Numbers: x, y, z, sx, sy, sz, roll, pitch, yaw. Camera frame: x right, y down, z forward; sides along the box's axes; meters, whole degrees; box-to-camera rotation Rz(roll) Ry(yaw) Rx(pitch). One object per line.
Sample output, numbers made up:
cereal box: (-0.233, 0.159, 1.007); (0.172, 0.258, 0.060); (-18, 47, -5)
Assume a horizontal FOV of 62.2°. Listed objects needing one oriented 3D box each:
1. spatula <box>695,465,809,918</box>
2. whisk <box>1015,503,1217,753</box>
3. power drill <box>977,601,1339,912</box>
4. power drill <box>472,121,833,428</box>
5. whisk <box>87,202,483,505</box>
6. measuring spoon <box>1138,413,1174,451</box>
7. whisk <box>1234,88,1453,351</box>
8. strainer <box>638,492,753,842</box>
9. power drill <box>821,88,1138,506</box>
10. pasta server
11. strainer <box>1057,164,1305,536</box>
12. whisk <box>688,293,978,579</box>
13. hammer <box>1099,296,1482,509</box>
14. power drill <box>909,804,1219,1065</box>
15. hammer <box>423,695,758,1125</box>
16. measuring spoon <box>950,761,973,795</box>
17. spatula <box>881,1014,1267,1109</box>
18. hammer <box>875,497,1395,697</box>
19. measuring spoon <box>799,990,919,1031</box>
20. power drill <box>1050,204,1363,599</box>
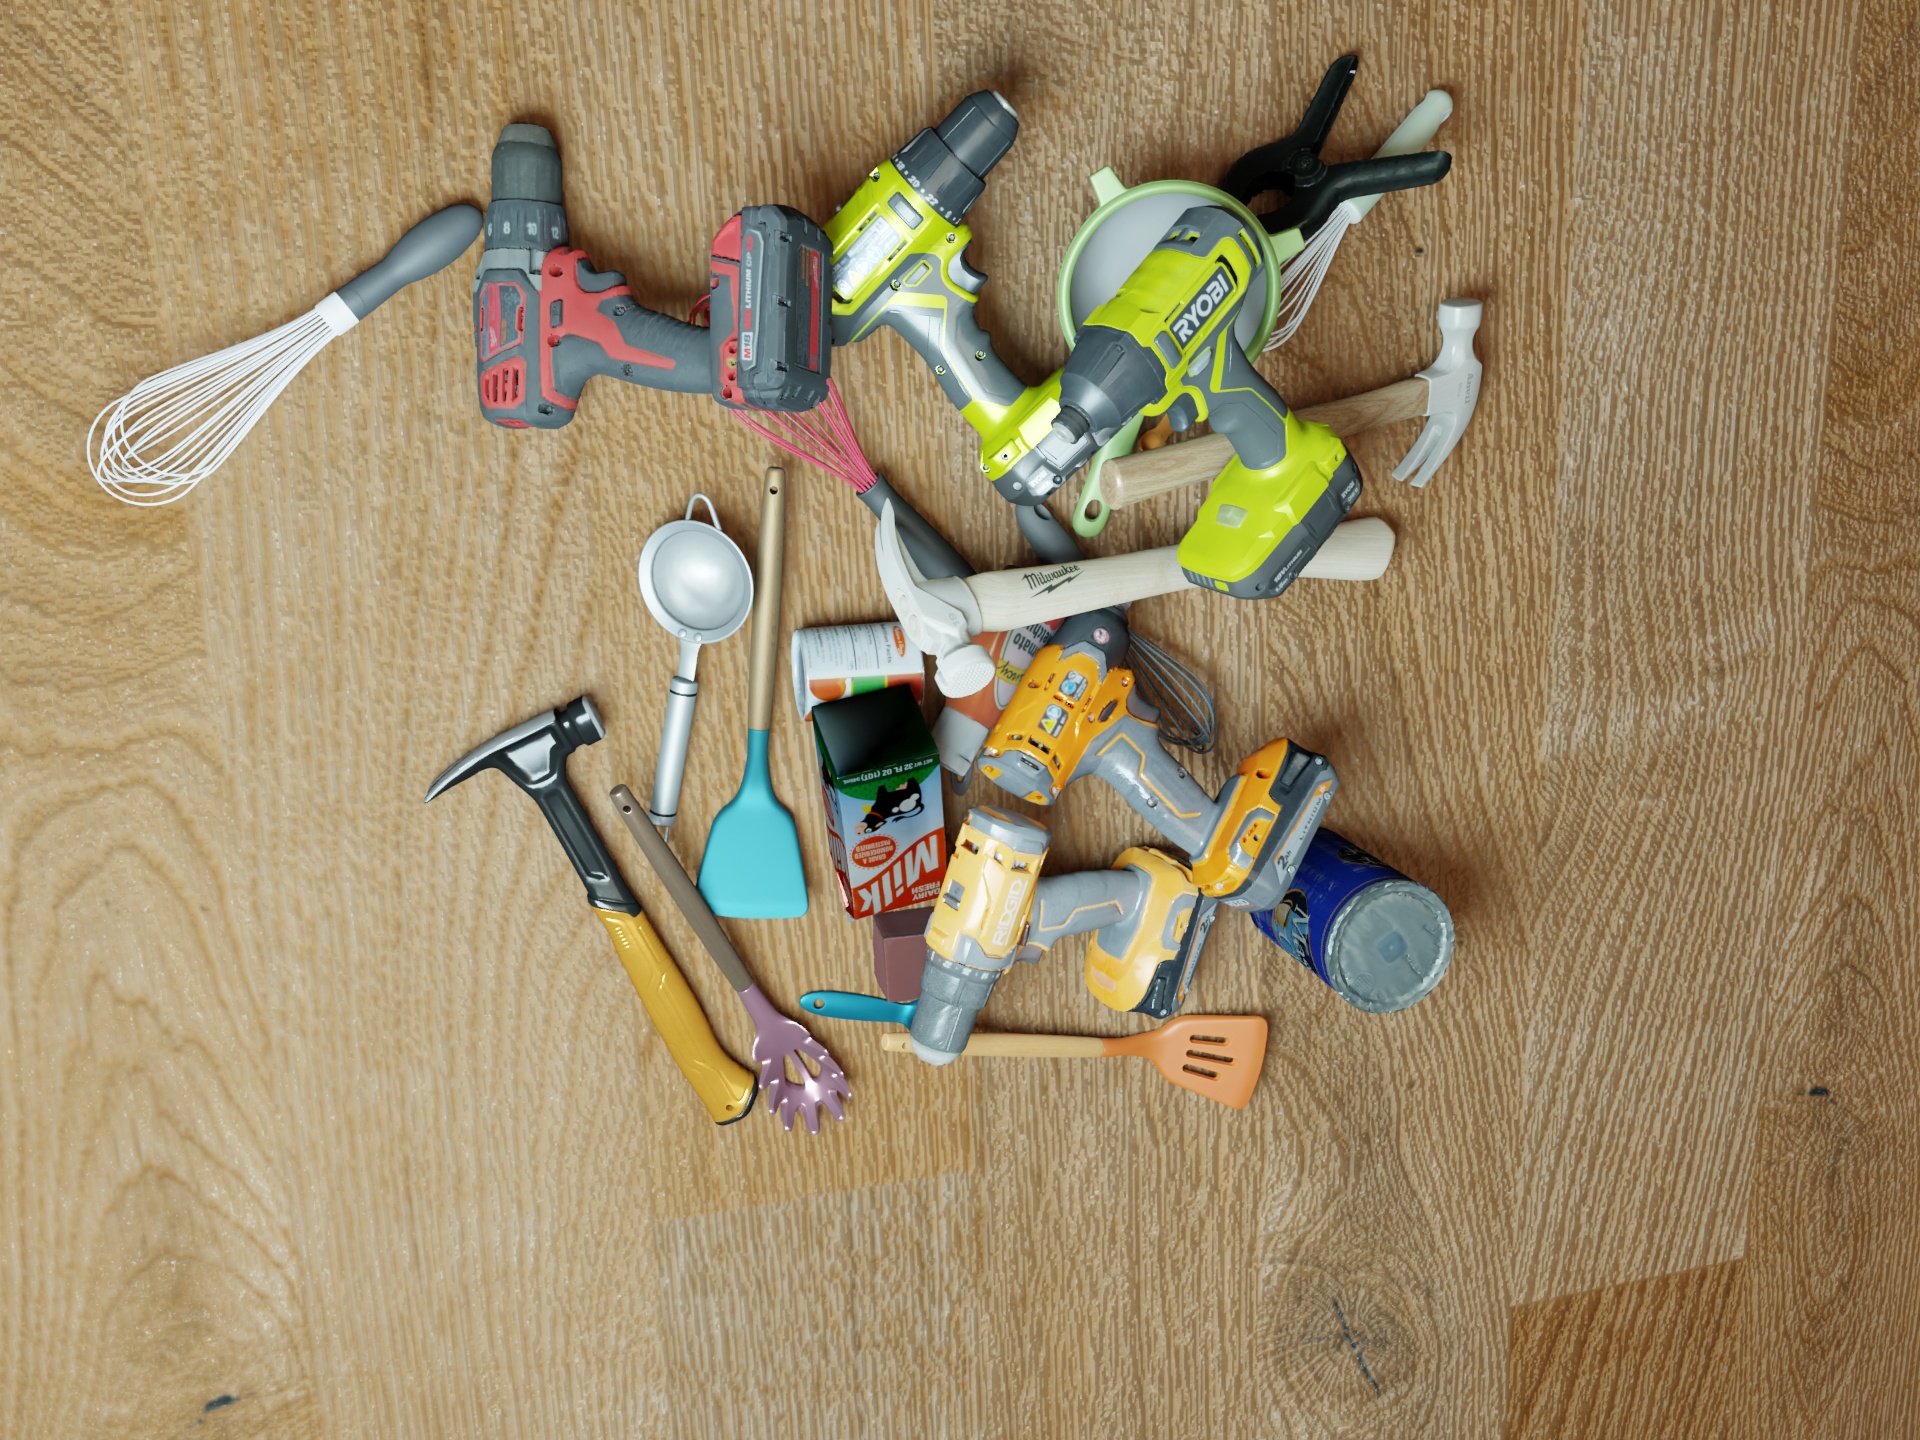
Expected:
spatula: (-0.137, -0.016, 1.102); (0.082, 0.044, 0.317); (4, 108, -6)
whisk: (0.116, -0.069, 1.170); (0.055, 0.055, 0.238); (-40, 105, -4)
power drill: (0.145, 0.018, 1.119); (0.226, 0.084, 0.164); (30, 76, -4)
power drill: (-0.197, -0.274, 0.980); (0.227, 0.080, 0.188); (3, 95, 17)
whisk: (-0.411, -0.231, 0.983); (0.284, 0.070, 0.070); (-39, 110, -8)
measuring spoon: (0.170, -0.239, 1.164); (0.021, 0.011, 0.117); (42, 86, -17)
whisk: (0.272, -0.362, 1.145); (0.059, 0.057, 0.246); (40, 85, 9)
strainer: (-0.190, -0.032, 1.096); (0.087, 0.050, 0.258); (17, 106, 14)
power drill: (0.019, -0.273, 1.045); (0.228, 0.080, 0.190); (44, 109, -13)
pasta server: (-0.165, 0.172, 1.127); (0.060, 0.040, 0.316); (-28, 119, -2)
strainer: (0.128, -0.255, 1.126); (0.151, 0.069, 0.256); (16, 117, -5)
whisk: (-0.076, -0.175, 1.086); (0.073, 0.073, 0.295); (-45, 116, -2)
hammer: (0.243, -0.205, 1.139); (0.331, 0.031, 0.130); (-19, 122, -23)
power drill: (0.069, 0.166, 1.157); (0.226, 0.084, 0.185); (13, 98, -38)
hammer: (-0.241, 0.153, 1.125); (0.127, 0.034, 0.336); (-27, 109, -4)
measuring spoon: (-0.002, -0.004, 1.169); (0.034, 0.018, 0.124); (-12, 114, -35)
spatula: (0.091, 0.255, 1.226); (0.322, 0.041, 0.081); (7, 101, -26)
hammer: (0.139, -0.113, 1.125); (0.410, 0.146, 0.038); (-11, 149, -28)
measuring spoon: (-0.058, 0.222, 1.200); (0.128, 0.021, 0.042); (11, 99, -19)
power drill: (0.156, -0.187, 1.016); (0.171, 0.080, 0.223); (-51, 129, -11)
